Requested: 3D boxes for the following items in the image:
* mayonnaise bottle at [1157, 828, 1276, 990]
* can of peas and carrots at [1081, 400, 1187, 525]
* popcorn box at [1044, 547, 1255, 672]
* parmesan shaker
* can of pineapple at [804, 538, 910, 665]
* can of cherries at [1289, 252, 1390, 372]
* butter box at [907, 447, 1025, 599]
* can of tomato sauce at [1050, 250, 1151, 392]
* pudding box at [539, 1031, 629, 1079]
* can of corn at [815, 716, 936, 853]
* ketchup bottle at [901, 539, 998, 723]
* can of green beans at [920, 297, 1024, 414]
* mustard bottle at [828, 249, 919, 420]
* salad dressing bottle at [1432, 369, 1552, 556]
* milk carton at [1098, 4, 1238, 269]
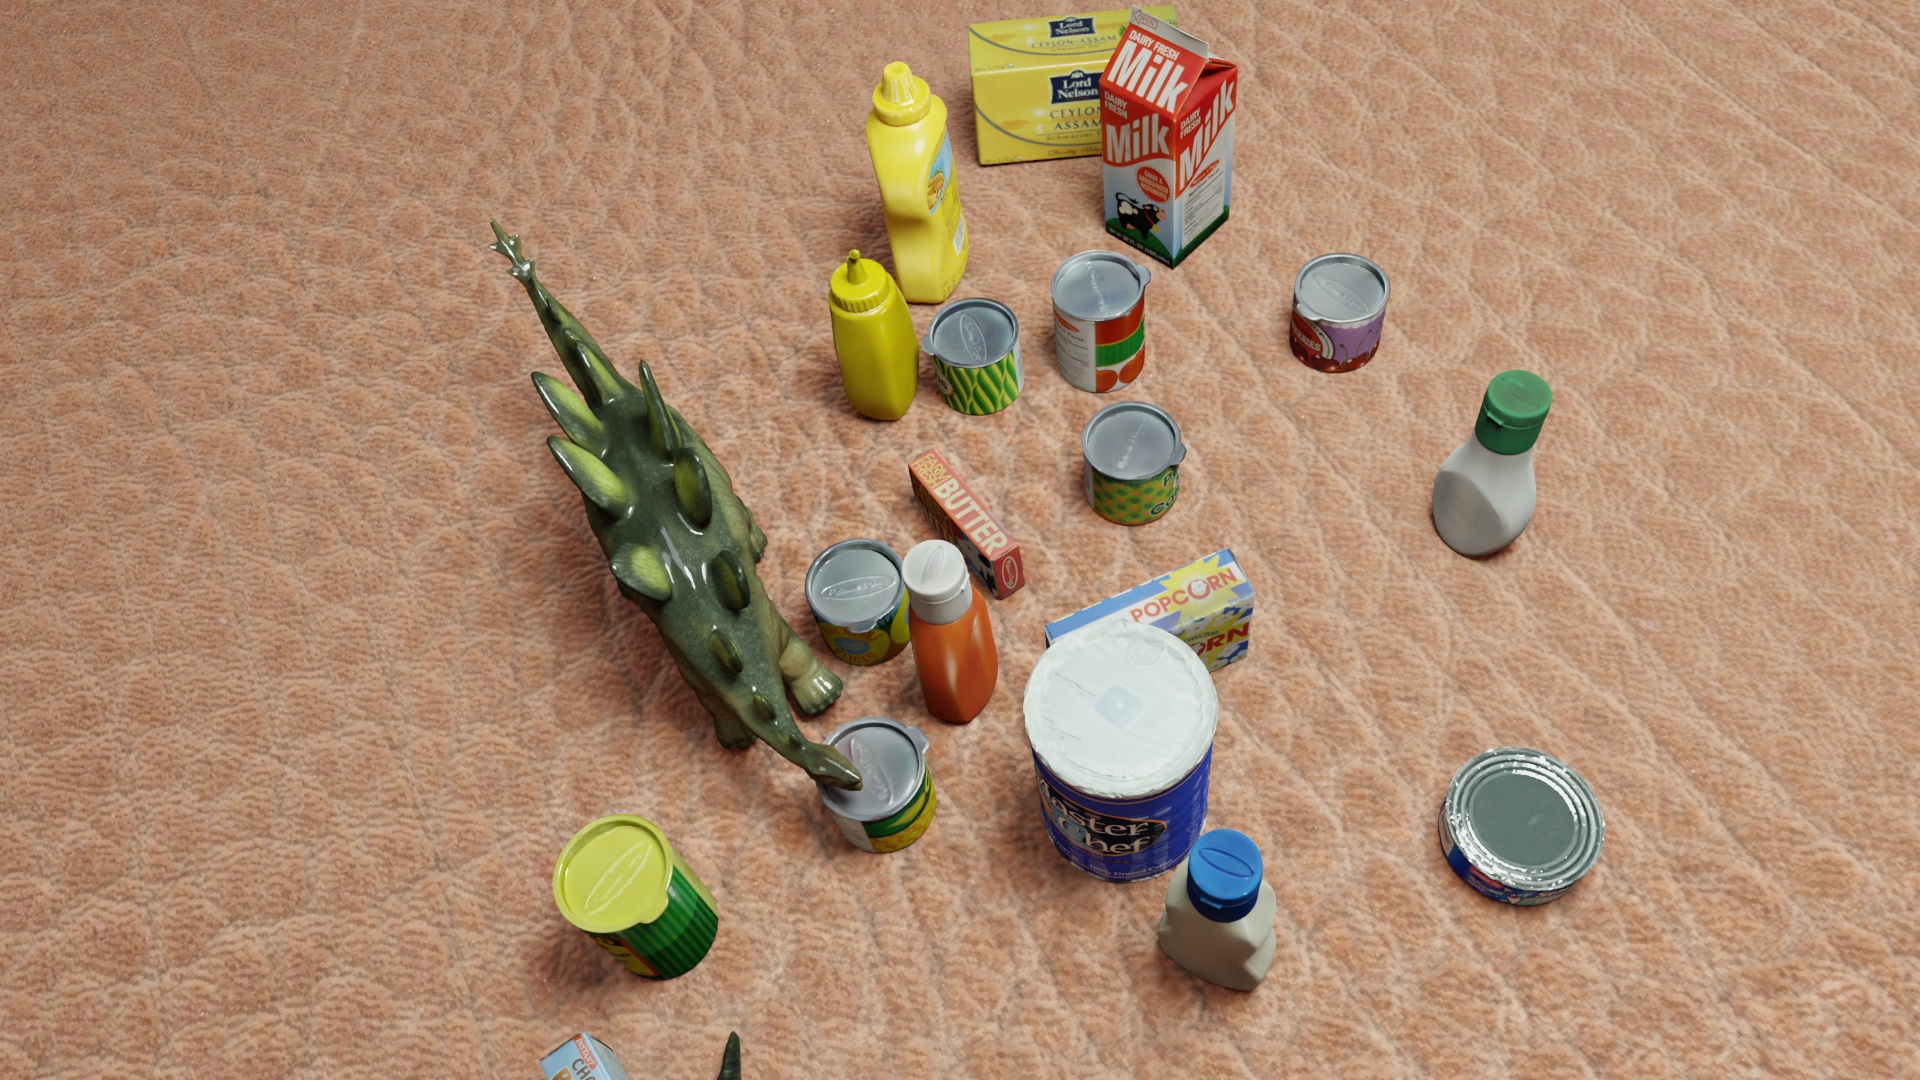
[{"bbox_3d":[0.137,0.195,0.734,0.065,0.147,0.041,21,63,19],"label":"mayonnaise bottle"},{"bbox_3d":[0.119,-0.052,0.949,0.071,0.058,0.071,-3,57,5],"label":"can of peas and carrots"},{"bbox_3d":[0.117,0.062,0.860,0.127,0.084,0.038,-22,58,-7],"label":"popcorn box"},{"bbox_3d":[-0.181,0.208,0.794,0.071,0.102,0.071,-3,57,5],"label":"parmesan shaker"},{"bbox_3d":[-0.065,0.042,0.912,0.071,0.057,0.071,-3,57,5],"label":"can of pineapple"},{"bbox_3d":[0.269,-0.163,1.001,0.071,0.058,0.072,-3,57,5],"label":"can of cherries"},{"bbox_3d":[0.003,-0.012,0.941,0.024,0.053,0.104,-33,59,-13],"label":"butter box"},{"bbox_3d":[0.102,-0.158,1.005,0.071,0.082,0.071,-3,57,5],"label":"can of tomato sauce"},{"bbox_3d":[-0.192,0.314,0.758,0.030,0.049,0.084,-34,60,-14],"label":"pudding box"},{"bbox_3d":[-0.048,0.148,0.842,0.071,0.058,0.071,-3,57,5],"label":"can of corn"},{"bbox_3d":[-0.006,0.053,0.844,0.043,0.148,0.065,13,60,15],"label":"ketchup bottle"},{"bbox_3d":[0.012,-0.134,1.016,0.071,0.057,0.071,-3,57,5],"label":"can of green beans"},{"bbox_3d":[-0.063,-0.151,0.976,0.049,0.159,0.065,9,59,13],"label":"mustard bottle"},{"bbox_3d":[0.332,-0.046,0.865,0.044,0.147,0.064,-35,60,-14],"label":"salad dressing bottle"},{"bbox_3d":[0.153,-0.302,1.027,0.072,0.189,0.074,37,69,26],"label":"milk carton"}]
